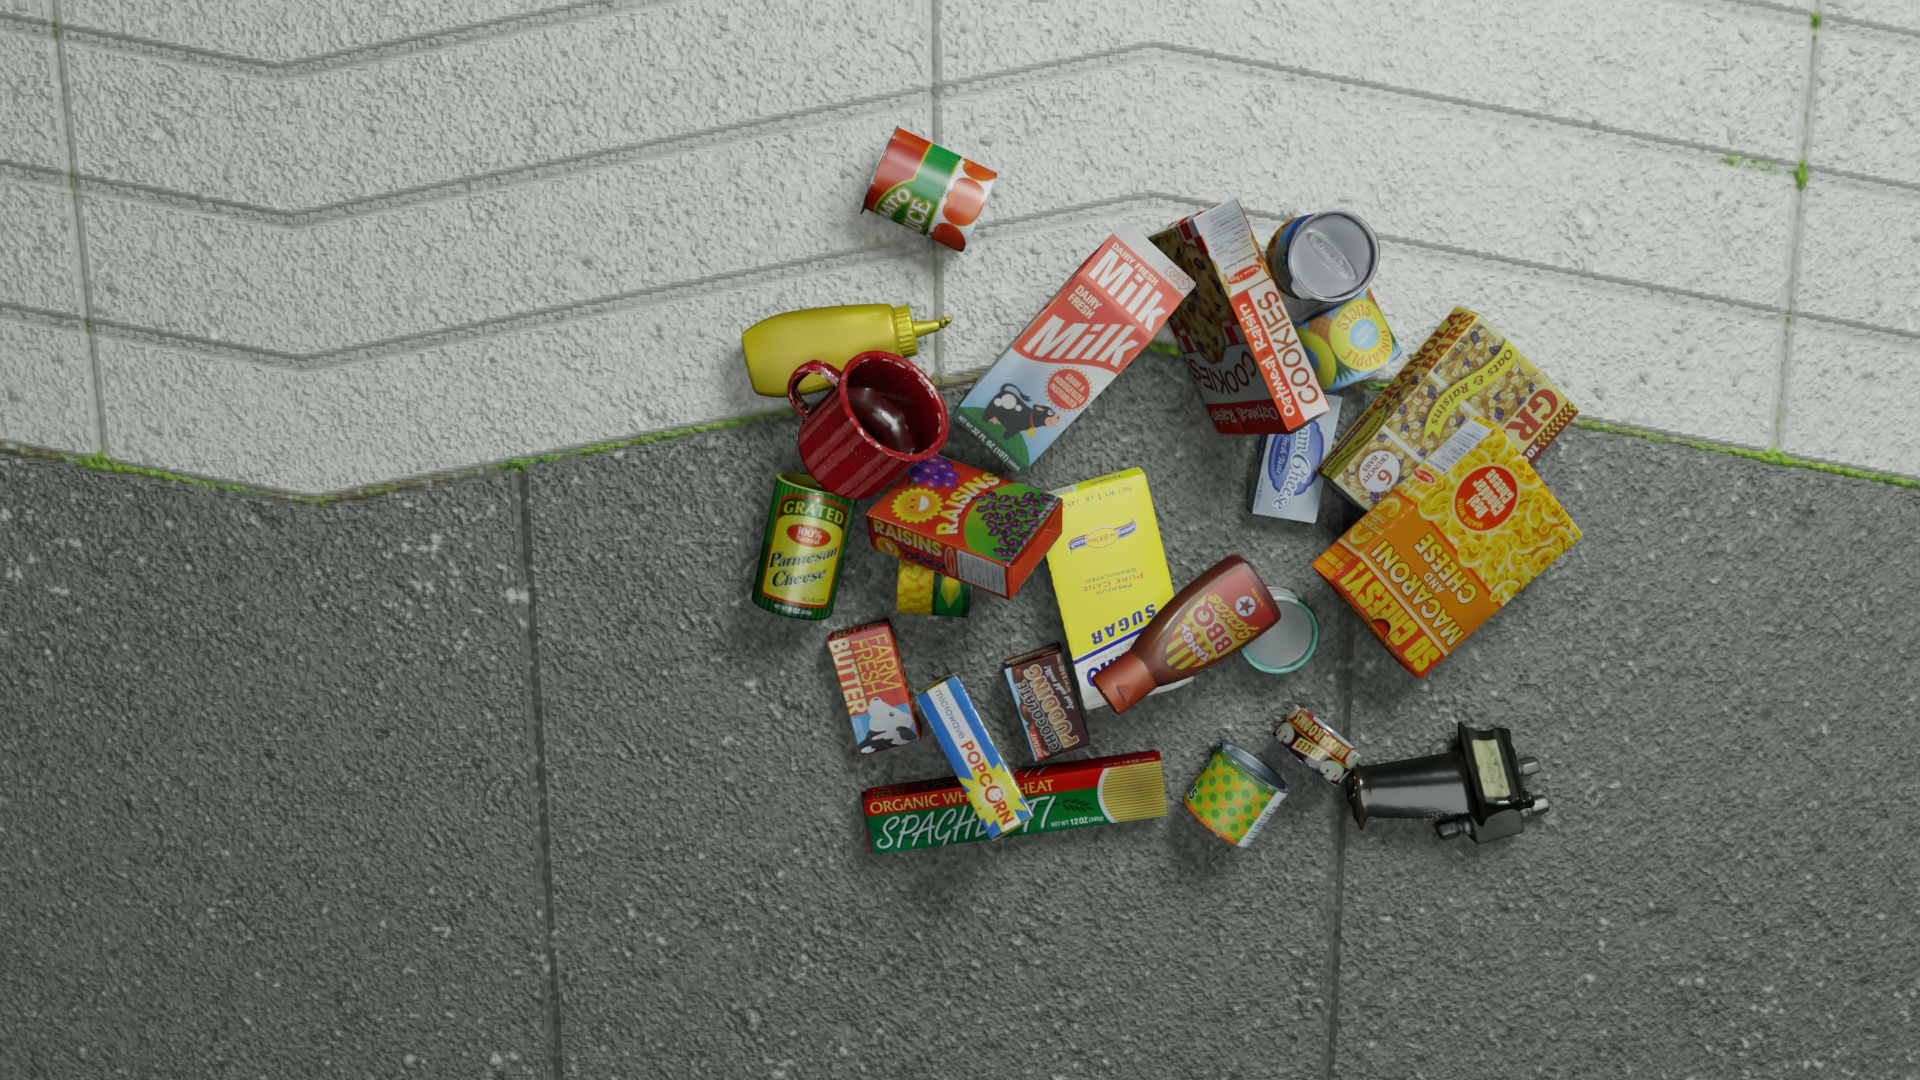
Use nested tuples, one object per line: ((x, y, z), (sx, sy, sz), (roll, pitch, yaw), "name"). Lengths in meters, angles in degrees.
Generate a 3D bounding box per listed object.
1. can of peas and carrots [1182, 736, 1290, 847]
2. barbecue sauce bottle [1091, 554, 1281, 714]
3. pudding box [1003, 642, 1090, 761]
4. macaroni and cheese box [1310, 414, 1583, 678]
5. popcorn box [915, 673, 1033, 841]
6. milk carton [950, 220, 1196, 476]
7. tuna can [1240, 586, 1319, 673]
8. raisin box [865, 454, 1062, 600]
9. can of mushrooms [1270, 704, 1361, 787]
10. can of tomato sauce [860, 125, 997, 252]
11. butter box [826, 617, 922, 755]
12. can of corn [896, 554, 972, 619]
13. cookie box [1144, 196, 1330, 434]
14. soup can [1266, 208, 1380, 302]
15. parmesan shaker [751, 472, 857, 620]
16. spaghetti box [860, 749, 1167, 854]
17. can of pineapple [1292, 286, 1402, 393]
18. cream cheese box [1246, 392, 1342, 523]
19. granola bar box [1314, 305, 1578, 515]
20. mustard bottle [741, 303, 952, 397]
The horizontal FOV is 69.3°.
((0.220, 0.203, 1.122), (0.071, 0.071, 0.058), (33, 99, -5), "can of peas and carrots")
((0.170, 0.077, 1.067), (0.148, 0.044, 0.064), (-35, 103, -3), "barbecue sauce bottle")
((0.070, 0.131, 1.127), (0.049, 0.030, 0.083), (-17, 99, 4), "pudding box")
((0.369, 0.007, 1.055), (0.166, 0.040, 0.123), (-44, 111, 5), "macaroni and cheese box")
((0.012, 0.170, 1.087), (0.038, 0.085, 0.127), (-28, 79, -3), "popcorn box")
((0.084, -0.144, 1.030), (0.072, 0.074, 0.189), (40, 116, -6), "milk carton")
((0.253, 0.074, 1.115), (0.071, 0.033, 0.071), (0, 99, 1), "tuna can")
((0.004, -0.013, 1.050), (0.123, 0.086, 0.039), (20, 139, 25), "raisin box")
((0.285, 0.164, 1.111), (0.071, 0.071, 0.033), (37, 97, -6), "can of mushrooms")
((-0.023, -0.261, 1.040), (0.083, 0.071, 0.071), (24, 99, -4), "can of tomato sauce")
((-0.069, 0.119, 1.128), (0.053, 0.024, 0.103), (-15, 99, 4), "butter box")
((-0.019, 0.024, 1.090), (0.058, 0.071, 0.071), (5, 100, 0), "can of corn")
((0.197, -0.160, 1.027), (0.040, 0.123, 0.167), (-28, 99, -10), "cookie box")
((0.267, -0.210, 1.039), (0.071, 0.084, 0.071), (0, 100, 1), "soup can")
((-0.119, 0.005, 1.088), (0.071, 0.071, 0.103), (12, 100, -2), "parmesan shaker")
((0.044, 0.216, 1.142), (0.250, 0.029, 0.050), (-8, 99, 1), "spaghetti box")
((0.293, -0.153, 1.056), (0.071, 0.071, 0.058), (-29, 98, 5), "can of pineapple")
((0.263, -0.069, 1.094), (0.053, 0.024, 0.103), (9, 100, -3), "cream cheese box")
((0.376, -0.077, 1.072), (0.124, 0.039, 0.165), (37, 98, -19), "granola bar box")
((-0.084, -0.151, 1.069), (0.160, 0.049, 0.065), (-10, 101, 1), "mustard bottle")
